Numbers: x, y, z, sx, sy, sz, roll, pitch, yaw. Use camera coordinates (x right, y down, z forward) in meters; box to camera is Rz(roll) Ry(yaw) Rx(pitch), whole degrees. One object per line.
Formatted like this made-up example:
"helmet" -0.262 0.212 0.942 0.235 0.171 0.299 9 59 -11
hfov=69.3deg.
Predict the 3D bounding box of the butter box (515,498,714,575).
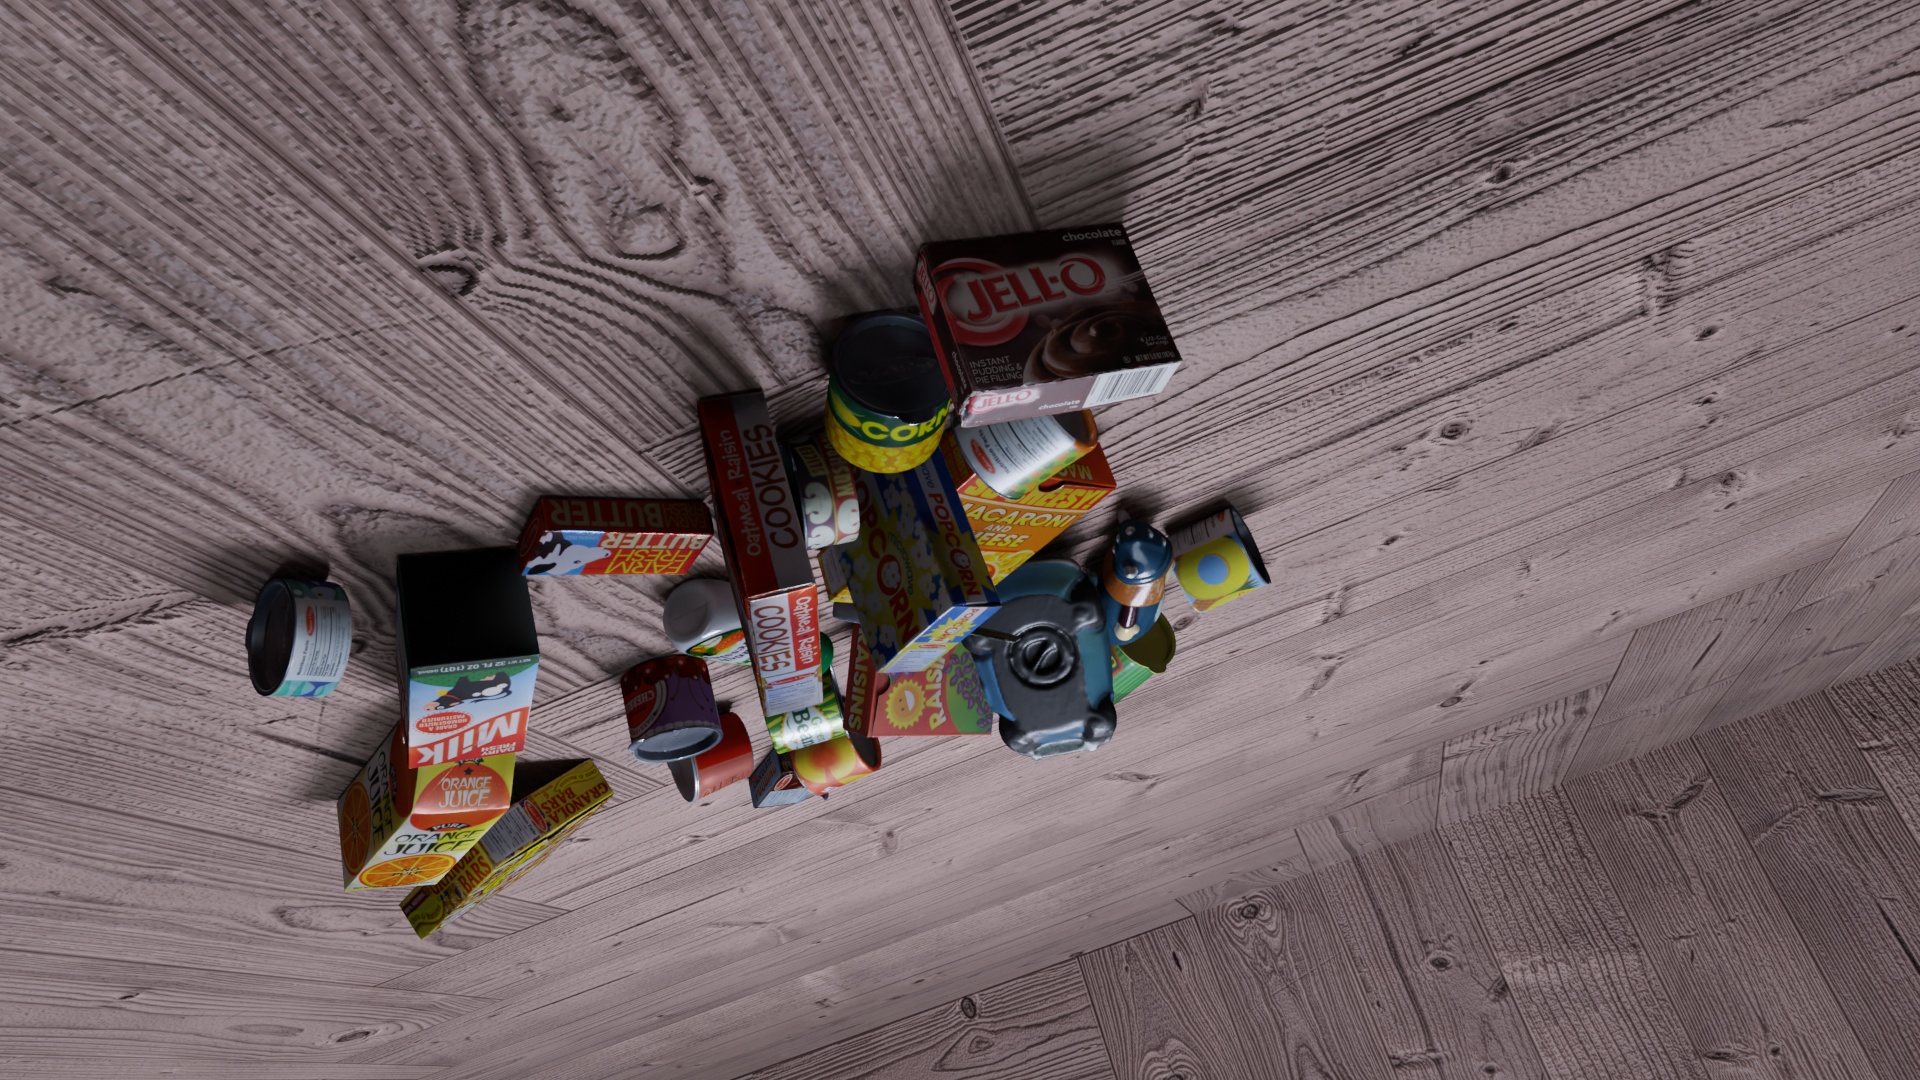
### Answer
"butter box" -0.204 -0.001 0.821 0.104 0.024 0.053 1 149 -33

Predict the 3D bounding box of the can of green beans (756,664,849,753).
"can of green beans" -0.122 0.127 1.080 0.058 0.071 0.071 -16 154 -4

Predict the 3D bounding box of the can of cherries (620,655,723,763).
"can of cherries" -0.215 0.124 1.024 0.071 0.058 0.071 -14 155 -7

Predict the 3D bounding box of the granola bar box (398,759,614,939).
"granola bar box" -0.374 0.256 1.144 0.164 0.039 0.125 -41 174 39

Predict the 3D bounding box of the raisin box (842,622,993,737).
"raisin box" -0.028 0.108 1.076 0.123 0.086 0.040 7 180 -41

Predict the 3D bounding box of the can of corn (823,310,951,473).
"can of corn" -0.037 -0.075 0.730 0.071 0.071 0.058 -11 154 -15

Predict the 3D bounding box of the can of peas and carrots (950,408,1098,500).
"can of peas and carrots" 0.038 -0.067 0.805 0.058 0.071 0.071 -33 150 27

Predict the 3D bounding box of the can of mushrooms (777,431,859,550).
"can of mushrooms" -0.082 -0.030 0.796 0.033 0.071 0.070 -12 153 -14

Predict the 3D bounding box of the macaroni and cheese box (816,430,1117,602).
"macaroni and cheese box" 0.003 -0.012 0.917 0.124 0.040 0.165 5 146 -41

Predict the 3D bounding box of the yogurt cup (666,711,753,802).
"yogurt cup" -0.202 0.171 1.121 0.054 0.072 0.072 -13 155 -28

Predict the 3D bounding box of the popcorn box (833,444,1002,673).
"popcorn box" -0.033 0.004 0.825 0.038 0.127 0.085 0 149 -41

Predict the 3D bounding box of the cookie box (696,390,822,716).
"cookie box" -0.113 0.012 0.792 0.040 0.123 0.166 -13 154 -11

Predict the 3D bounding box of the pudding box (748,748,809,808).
"pudding box" -0.157 0.215 1.274 0.050 0.030 0.083 -1 149 -30

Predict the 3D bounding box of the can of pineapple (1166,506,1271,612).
"can of pineapple" 0.198 0.017 1.067 0.058 0.071 0.071 -26 153 18

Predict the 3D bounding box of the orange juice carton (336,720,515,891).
"orange juice carton" -0.388 0.186 1.016 0.072 0.073 0.191 6 145 -40

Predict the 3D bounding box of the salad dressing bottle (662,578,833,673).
"salad dressing bottle" -0.143 0.066 0.970 0.064 0.044 0.147 -27 153 21

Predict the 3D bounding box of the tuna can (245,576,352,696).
"tuna can" -0.371 0.055 0.777 0.033 0.071 0.071 10 143 -46

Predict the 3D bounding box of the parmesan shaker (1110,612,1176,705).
"parmesan shaker" 0.130 0.105 1.195 0.071 0.071 0.102 0 149 -32

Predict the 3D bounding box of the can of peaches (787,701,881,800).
"can of peaches" -0.107 0.180 1.190 0.058 0.071 0.071 -26 153 13

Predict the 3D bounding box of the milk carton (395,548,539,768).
"milk carton" -0.310 0.084 0.865 0.072 0.074 0.189 -5 152 -25
